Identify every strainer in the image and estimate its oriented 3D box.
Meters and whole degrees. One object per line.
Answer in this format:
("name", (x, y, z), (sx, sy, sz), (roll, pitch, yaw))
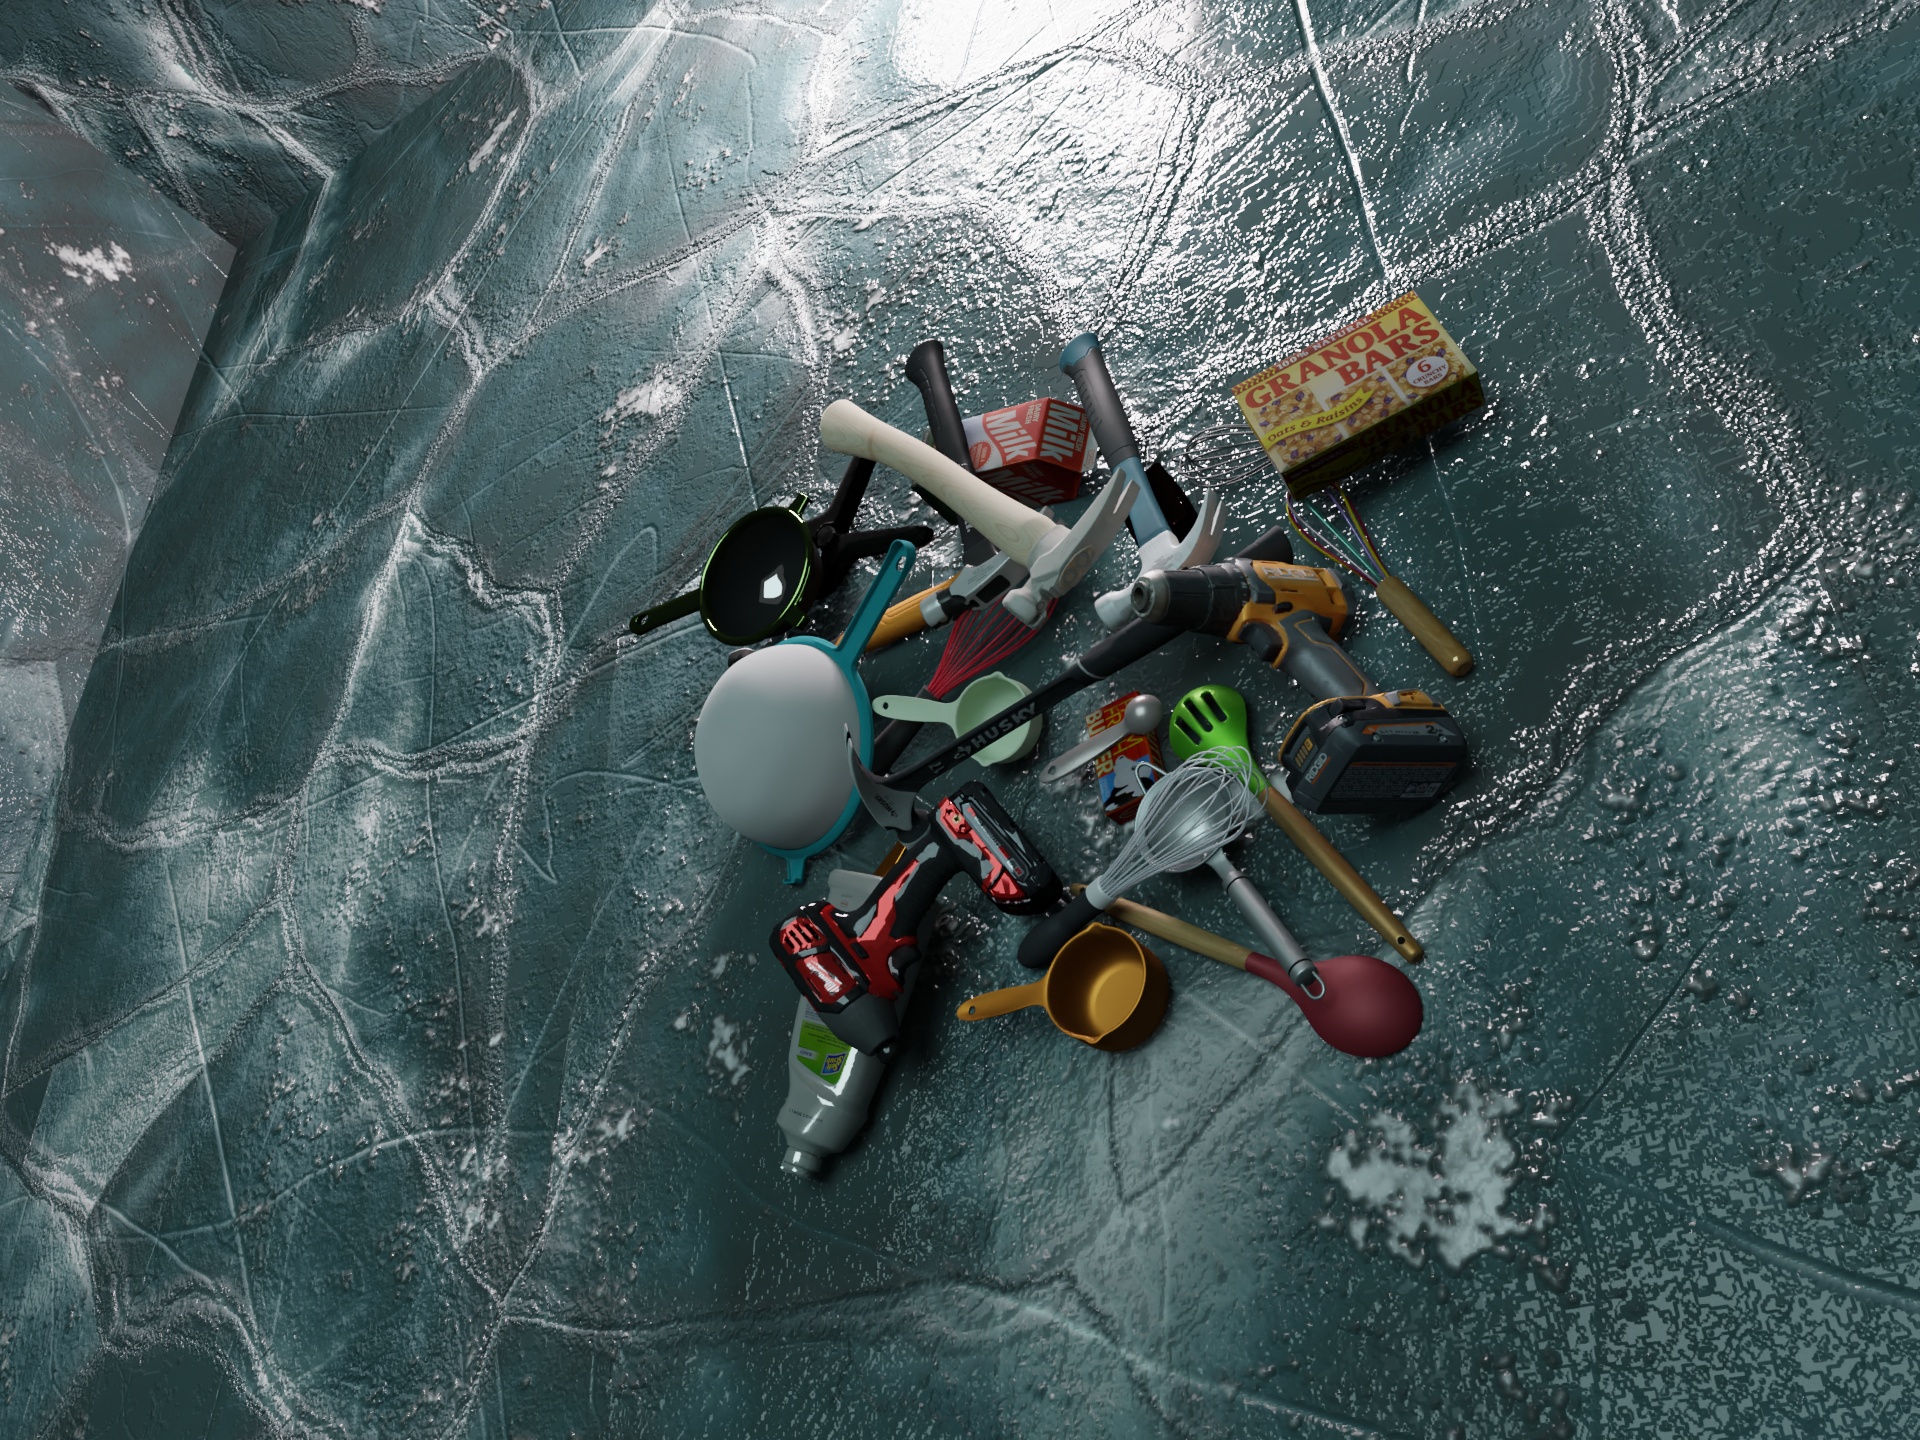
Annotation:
("strainer", (-0.233, -0.124, 1.645), (0.256, 0.069, 0.152), (-17, 62, 33))
("strainer", (0.199, 0.117, 1.170), (0.087, 0.050, 0.259), (-46, 39, 11))
("strainer", (-0.152, -0.027, 1.447), (0.211, 0.095, 0.340), (51, 121, 35))

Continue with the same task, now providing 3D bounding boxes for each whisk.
("whisk", (0.289, -0.241, 1.337), (0.239, 0.055, 0.055), (-10, 58, 32))
("whisk", (-0.013, -0.040, 1.454), (0.296, 0.073, 0.073), (-49, 43, 11))
("whisk", (0.321, -0.120, 1.235), (0.047, 0.051, 0.245), (-37, 48, 8))
("whisk", (0.126, 0.113, 1.191), (0.284, 0.070, 0.070), (-47, 39, 38))

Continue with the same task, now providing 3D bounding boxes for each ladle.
("ladle", (0.194, 0.168, 1.169), (0.316, 0.031, 0.069), (18, 72, 47))

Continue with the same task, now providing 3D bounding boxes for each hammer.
("hammer", (-0.007, -0.222, 1.423), (0.146, 0.038, 0.411), (-52, 43, 2))
("hammer", (0.001, -0.243, 1.480), (0.146, 0.035, 0.335), (-32, 48, 22))
("hammer", (-0.100, -0.073, 1.564), (0.337, 0.034, 0.127), (-25, 49, 26))
("hammer", (0.089, -0.036, 1.292), (0.409, 0.149, 0.036), (-32, 42, 11))
("hammer", (0.140, -0.228, 1.386), (0.128, 0.033, 0.331), (-32, 46, 20))

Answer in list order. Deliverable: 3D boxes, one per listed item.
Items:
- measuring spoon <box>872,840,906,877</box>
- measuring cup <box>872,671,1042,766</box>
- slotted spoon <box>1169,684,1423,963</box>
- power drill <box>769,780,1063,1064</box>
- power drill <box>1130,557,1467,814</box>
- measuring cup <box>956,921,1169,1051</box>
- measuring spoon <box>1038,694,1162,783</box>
("measuring spoon", (-0.074, 0.138, 1.422), (0.021, 0.011, 0.117), (31, 86, 47))
("measuring cup", (-0.002, -0.005, 1.412), (0.168, 0.038, 0.083), (7, 89, 33))
("slotted spoon", (0.245, 0.069, 1.189), (0.070, 0.031, 0.314), (-44, 45, 9))
("power drill", (-0.032, 0.163, 1.273), (0.219, 0.078, 0.143), (-38, 70, -2))
("power drill", (0.238, -0.036, 1.154), (0.084, 0.185, 0.226), (-66, 34, 37))
("measuring cup", (0.080, 0.216, 1.216), (0.173, 0.052, 0.095), (-19, 53, 33))
("measuring spoon", (0.111, 0.016, 1.303), (0.124, 0.018, 0.034), (-34, 47, 22))
